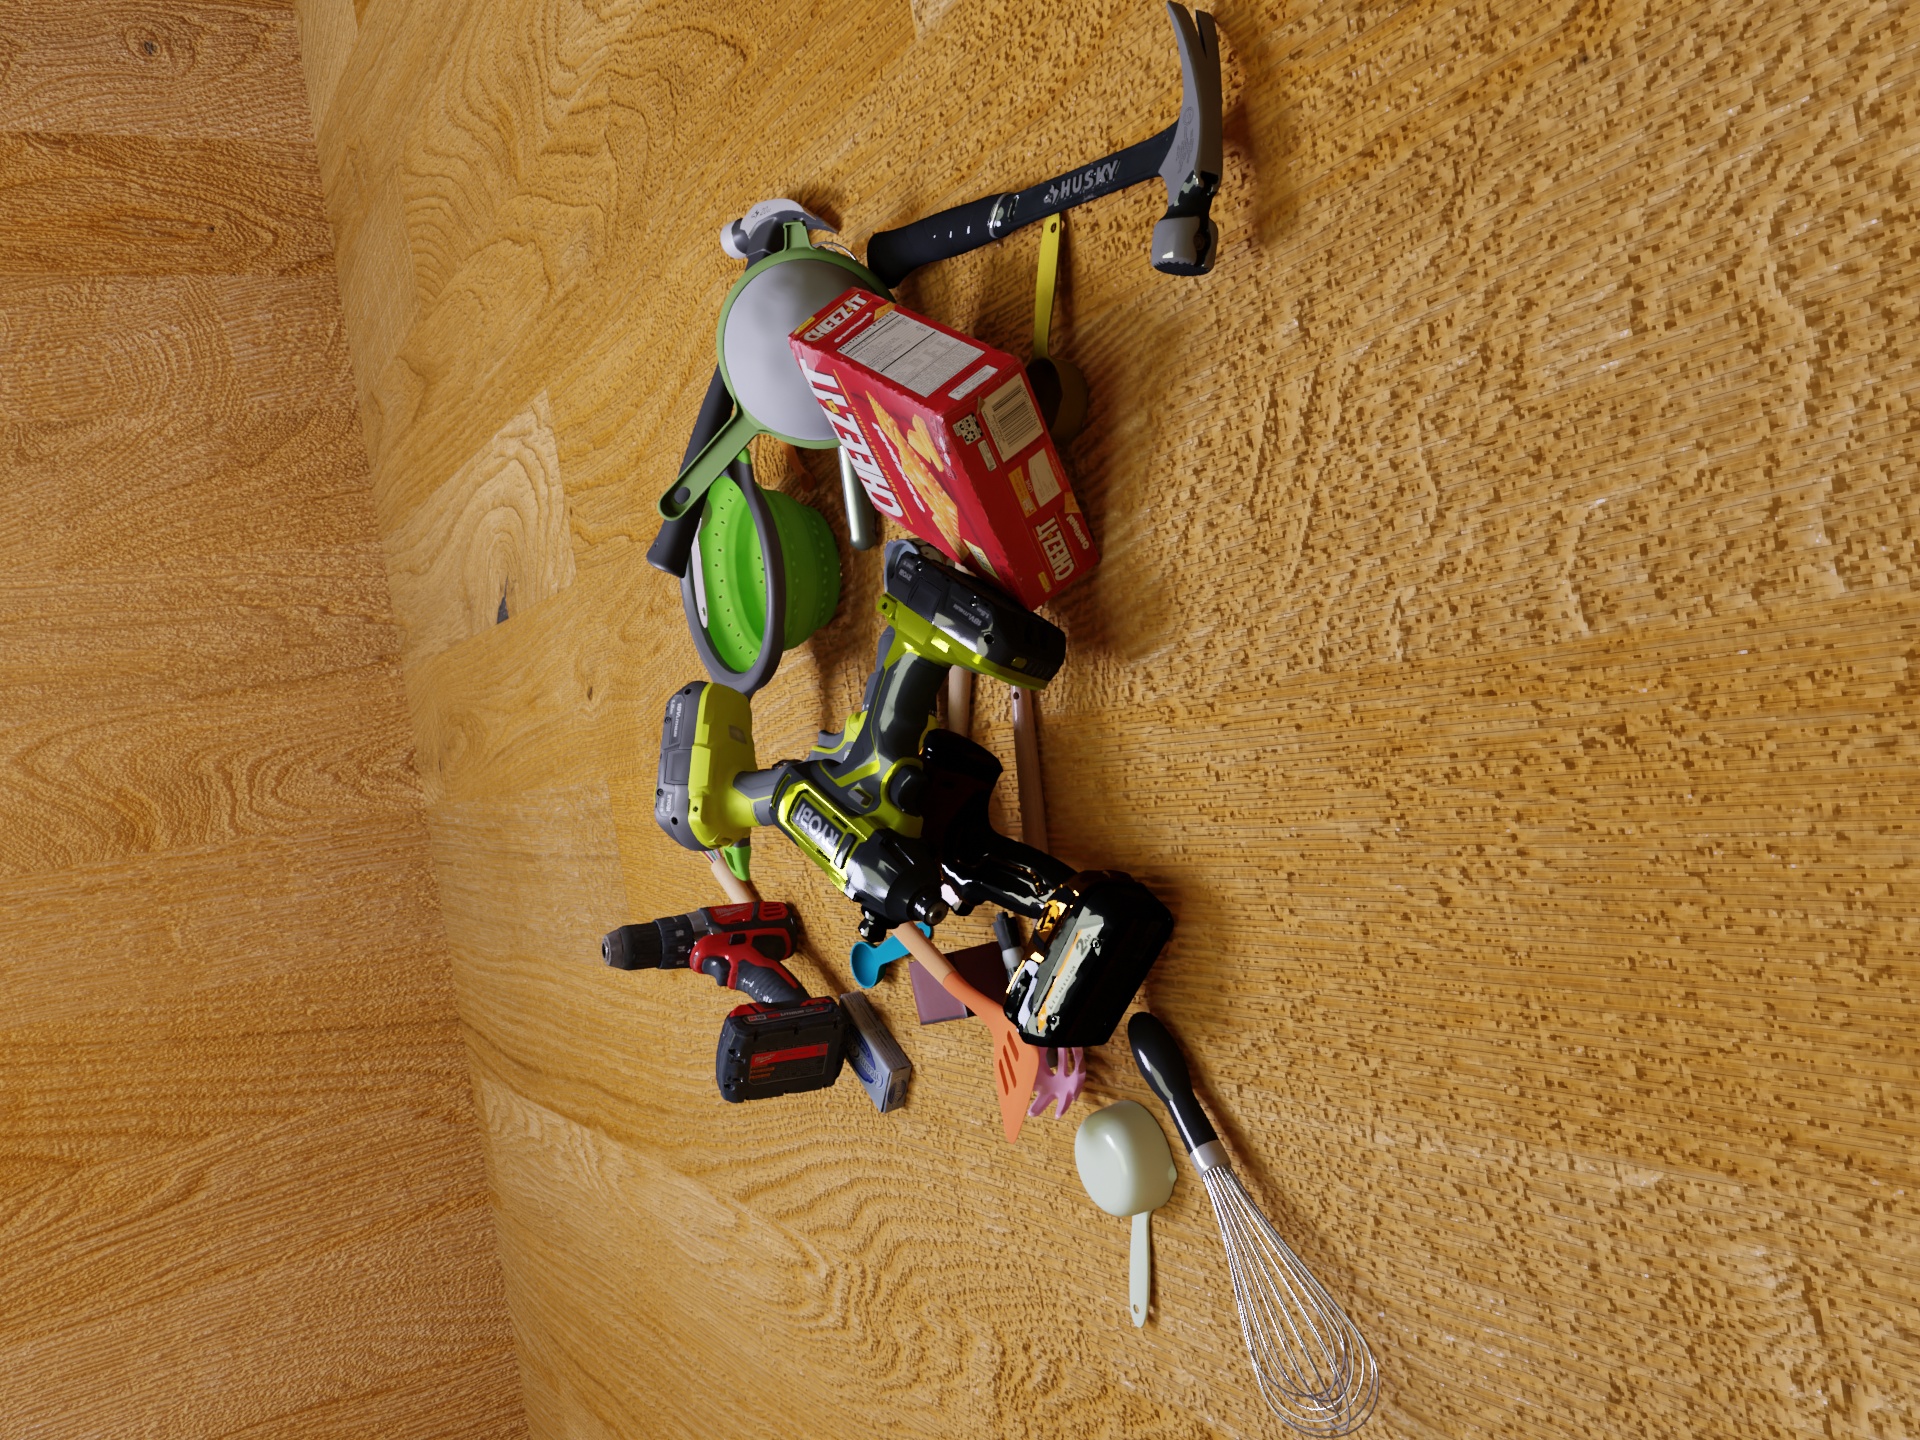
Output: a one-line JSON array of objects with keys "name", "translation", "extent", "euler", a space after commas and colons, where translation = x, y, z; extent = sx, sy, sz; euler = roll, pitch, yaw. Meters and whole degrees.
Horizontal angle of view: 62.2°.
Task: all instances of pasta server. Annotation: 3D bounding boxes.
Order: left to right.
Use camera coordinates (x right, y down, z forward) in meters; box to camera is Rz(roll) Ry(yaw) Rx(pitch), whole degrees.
[{"name": "pasta server", "translation": [0.054, 0.126, 1.147], "extent": [0.060, 0.040, 0.316], "euler": [-4, 94, 31]}]

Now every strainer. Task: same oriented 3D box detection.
[{"name": "strainer", "translation": [-0.152, -0.237, 1.199], "extent": [0.151, 0.069, 0.256], "euler": [44, 111, -8]}]

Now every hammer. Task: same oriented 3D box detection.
[{"name": "hammer", "translation": [-0.193, -0.276, 1.314], "extent": [0.146, 0.035, 0.335], "euler": [3, 74, 52]}, {"name": "hammer", "translation": [0.038, -0.338, 1.035], "extent": [0.409, 0.036, 0.149], "euler": [11, 96, 60]}]

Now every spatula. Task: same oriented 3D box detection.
[{"name": "spatula", "translation": [-0.028, 0.181, 1.192], "extent": [0.323, 0.041, 0.081], "euler": [41, 127, 43]}]

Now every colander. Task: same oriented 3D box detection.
[{"name": "colander", "translation": [-0.169, -0.052, 1.413], "extent": [0.205, 0.094, 0.397], "euler": [26, 119, 55]}]

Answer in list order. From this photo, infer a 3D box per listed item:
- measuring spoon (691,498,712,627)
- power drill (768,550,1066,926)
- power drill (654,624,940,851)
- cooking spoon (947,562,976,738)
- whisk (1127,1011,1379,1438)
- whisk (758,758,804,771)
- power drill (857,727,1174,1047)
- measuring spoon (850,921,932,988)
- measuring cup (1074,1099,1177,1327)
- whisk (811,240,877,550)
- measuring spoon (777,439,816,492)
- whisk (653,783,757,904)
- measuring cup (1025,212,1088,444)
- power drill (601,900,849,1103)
[{"name": "measuring spoon", "translation": [-0.220, -0.139, 1.374], "extent": [0.034, 0.018, 0.124], "euler": [35, 133, 50]}, {"name": "power drill", "translation": [-0.027, 0.015, 1.068], "extent": [0.171, 0.080, 0.223], "euler": [37, 105, 42]}, {"name": "power drill", "translation": [-0.121, 0.020, 1.261], "extent": [0.228, 0.080, 0.191], "euler": [-3, 76, 25]}, {"name": "cooking spoon", "translation": [-0.002, -0.004, 1.223], "extent": [0.069, 0.017, 0.318], "euler": [34, 127, 51]}, {"name": "whisk", "translation": [0.171, 0.302, 0.989], "extent": [0.285, 0.070, 0.070], "euler": [64, 146, 35]}, {"name": "whisk", "translation": [-0.080, 0.081, 1.288], "extent": [0.239, 0.055, 0.055], "euler": [21, 118, 36]}, {"name": "power drill", "translation": [0.021, 0.128, 1.095], "extent": [0.227, 0.084, 0.164], "euler": [38, 106, 38]}, {"name": "measuring spoon", "translation": [-0.054, 0.198, 1.376], "extent": [0.128, 0.021, 0.042], "euler": [-35, 68, 47]}, {"name": "measuring cup", "translation": [0.112, 0.350, 1.110], "extent": [0.083, 0.038, 0.167], "euler": [13, 107, 58]}, {"name": "whisk", "translation": [-0.094, -0.259, 1.282], "extent": [0.058, 0.059, 0.246], "euler": [-63, -33, -75]}, {"name": "measuring spoon", "translation": [-0.150, -0.246, 1.417], "extent": [0.117, 0.011, 0.021], "euler": [64, 147, 32]}, {"name": "whisk", "translation": [-0.262, 0.134, 1.681], "extent": [0.245, 0.047, 0.051], "euler": [49, 150, 35]}, {"name": "measuring cup", "translation": [0.065, -0.258, 1.043], "extent": [0.062, 0.029, 0.156], "euler": [6, 91, 60]}, {"name": "power drill", "translation": [-0.217, 0.248, 1.469], "extent": [0.227, 0.187, 0.080], "euler": [48, 134, 51]}]
